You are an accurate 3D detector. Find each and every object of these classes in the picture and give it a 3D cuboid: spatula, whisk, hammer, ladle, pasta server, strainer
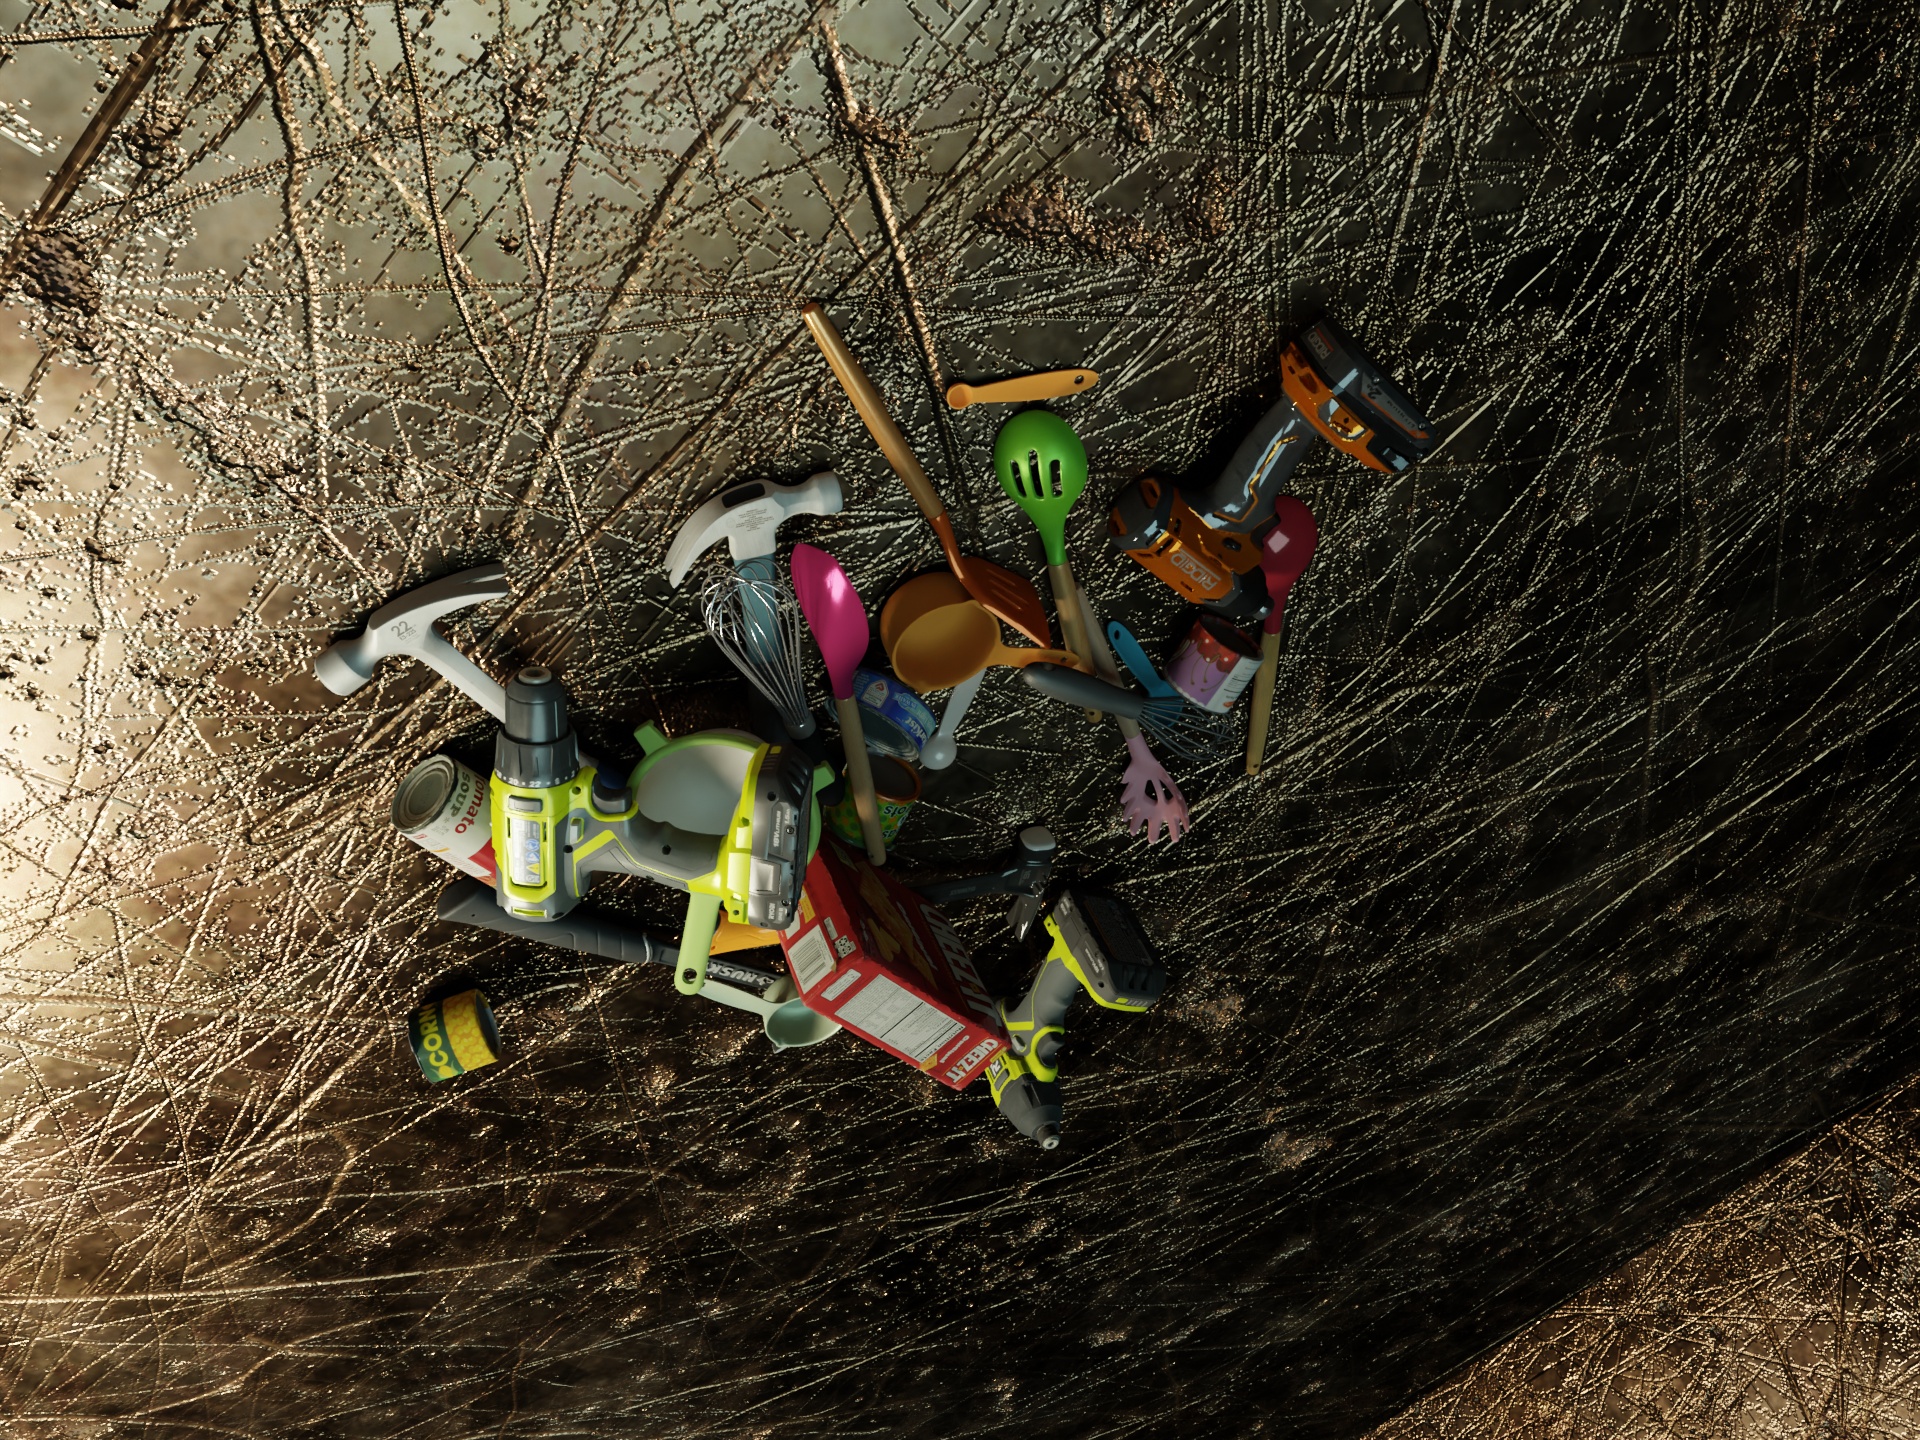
[{"bbox_3d":[-0.021,-0.171,1.137,0.041,0.081,0.322,-24,131,12],"label":"spatula"},{"bbox_3d":[-0.128,-0.018,1.185,0.070,0.070,0.284,-22,141,-3],"label":"whisk"},{"bbox_3d":[-0.290,0.031,1.221,0.144,0.035,0.405,-33,135,9],"label":"hammer"},{"bbox_3d":[-0.077,0.171,1.426,0.336,0.034,0.127,-7,133,-24],"label":"hammer"},{"bbox_3d":[0.143,-0.009,1.312,0.238,0.055,0.055,17,123,-36],"label":"whisk"},{"bbox_3d":[0.266,-0.061,1.381,0.069,0.031,0.315,-12,137,-7],"label":"ladle"},{"bbox_3d":[-0.147,-0.040,1.217,0.128,0.033,0.330,-13,135,-13],"label":"hammer"},{"bbox_3d":[0.141,-0.001,1.374,0.060,0.040,0.315,-5,139,21],"label":"pasta server"},{"bbox_3d":[-0.264,0.207,1.401,0.408,0.036,0.149,22,121,-36],"label":"hammer"},{"bbox_3d":[-0.192,0.103,1.254,0.151,0.069,0.256,13,122,-5],"label":"strainer"}]

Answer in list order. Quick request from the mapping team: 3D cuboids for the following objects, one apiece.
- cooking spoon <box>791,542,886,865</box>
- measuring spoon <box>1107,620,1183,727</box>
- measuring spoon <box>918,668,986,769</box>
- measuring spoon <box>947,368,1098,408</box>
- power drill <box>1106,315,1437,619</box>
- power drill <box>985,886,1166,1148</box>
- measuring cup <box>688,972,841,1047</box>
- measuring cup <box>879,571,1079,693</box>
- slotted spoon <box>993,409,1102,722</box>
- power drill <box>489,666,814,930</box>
[{"bbox_3d":[-0.084,-0.001,1.204,0.017,0.069,0.318,-44,143,-33],"label":"cooking spoon"},{"bbox_3d":[0.151,-0.042,1.356,0.042,0.021,0.128,-55,129,-19],"label":"measuring spoon"},{"bbox_3d":[-0.002,-0.004,1.323,0.034,0.018,0.124,5,128,-27],"label":"measuring spoon"},{"bbox_3d":[0.044,-0.238,1.131,0.117,0.011,0.021,-11,134,-18],"label":"measuring spoon"},{"bbox_3d":[0.244,-0.176,1.213,0.164,0.084,0.226,33,117,-32],"label":"power drill"},{"bbox_3d":[0.098,0.287,1.537,0.080,0.171,0.223,13,122,-32],"label":"power drill"},{"bbox_3d":[-0.176,0.243,1.420,0.167,0.038,0.083,27,119,-36],"label":"measuring cup"},{"bbox_3d":[0.016,-0.069,1.249,0.173,0.052,0.095,5,130,-34],"label":"measuring cup"},{"bbox_3d":[0.082,-0.106,1.240,0.070,0.031,0.313,1,138,17],"label":"slotted spoon"},{"bbox_3d":[-0.226,0.062,1.147,0.228,0.080,0.190,7,116,1],"label":"power drill"}]
